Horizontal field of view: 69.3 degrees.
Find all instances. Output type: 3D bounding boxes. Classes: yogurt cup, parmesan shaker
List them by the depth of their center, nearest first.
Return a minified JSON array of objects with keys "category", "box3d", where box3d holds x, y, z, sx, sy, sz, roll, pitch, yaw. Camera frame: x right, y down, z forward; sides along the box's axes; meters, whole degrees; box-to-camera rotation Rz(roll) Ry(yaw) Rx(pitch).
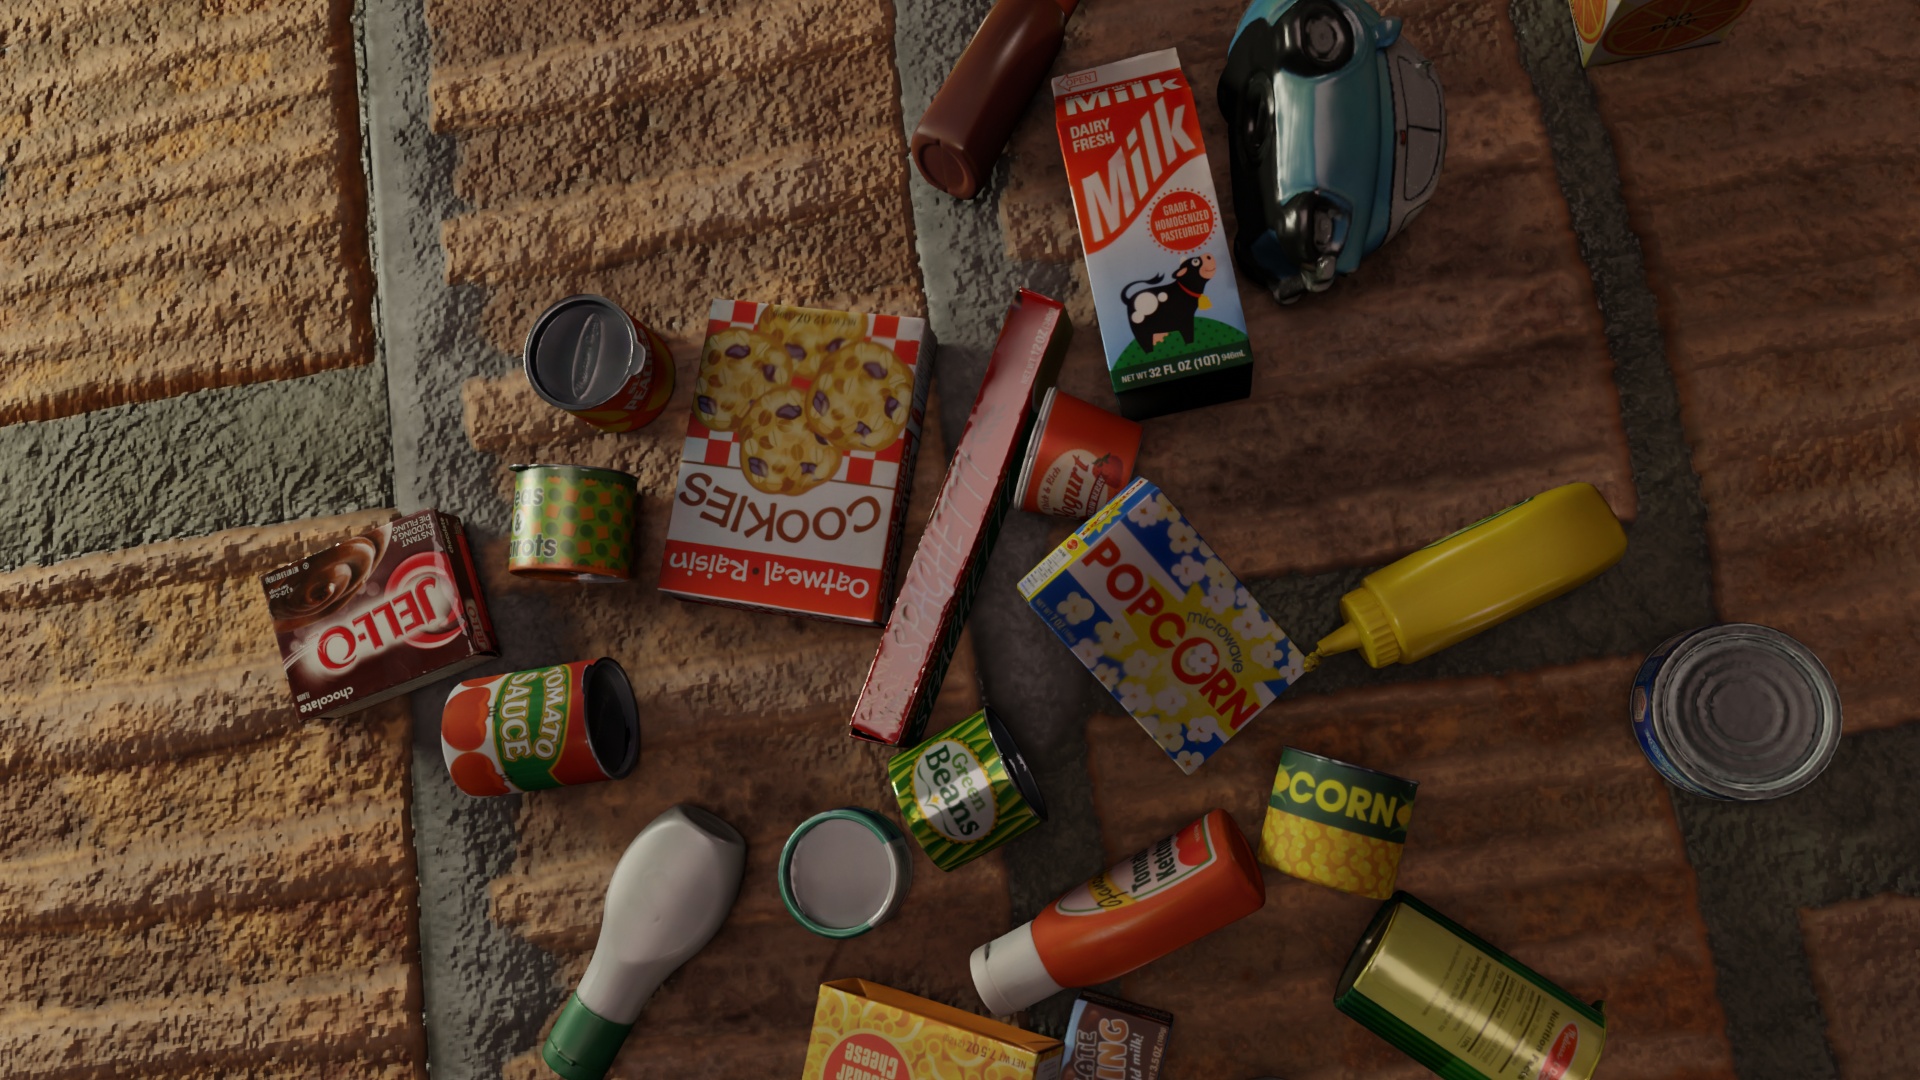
[{"category":"parmesan shaker","box3d":[0.237,0.217,0.651,0.103,0.071,0.071,32,88,14]},{"category":"yogurt cup","box3d":[0.062,-0.041,0.723,0.054,0.072,0.072,17,85,4]}]

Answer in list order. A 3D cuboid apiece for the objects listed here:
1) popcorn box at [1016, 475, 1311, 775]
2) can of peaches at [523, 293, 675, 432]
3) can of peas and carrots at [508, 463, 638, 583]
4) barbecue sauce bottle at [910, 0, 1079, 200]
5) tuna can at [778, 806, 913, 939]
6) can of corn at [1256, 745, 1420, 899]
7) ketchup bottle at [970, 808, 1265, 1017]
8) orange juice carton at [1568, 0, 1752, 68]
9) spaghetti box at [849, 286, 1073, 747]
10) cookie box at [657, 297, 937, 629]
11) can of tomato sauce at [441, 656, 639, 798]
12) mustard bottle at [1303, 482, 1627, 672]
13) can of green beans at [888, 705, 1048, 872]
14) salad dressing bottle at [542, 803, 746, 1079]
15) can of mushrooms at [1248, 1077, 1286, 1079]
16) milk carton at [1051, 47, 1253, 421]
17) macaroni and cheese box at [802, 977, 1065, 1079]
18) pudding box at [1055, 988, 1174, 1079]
[{"category":"popcorn box","box3d":[0.101,0.042,0.690,0.085,0.038,0.126,-42,103,1]},{"category":"can of peaches","box3d":[-0.199,-0.098,0.781,0.071,0.058,0.071,-2,81,10]},{"category":"can of peas and carrots","box3d":[-0.215,-0.009,0.764,0.071,0.071,0.059,0,82,10]},{"category":"barbecue sauce bottle","box3d":[0.026,-0.264,0.767,0.044,0.064,0.149,26,78,11]},{"category":"tuna can","box3d":[-0.063,0.173,0.727,0.071,0.033,0.071,-1,81,10]},{"category":"can of corn","box3d":[0.181,0.135,0.670,0.071,0.071,0.058,14,85,12]},{"category":"ketchup bottle","box3d":[0.076,0.189,0.688,0.148,0.065,0.043,-31,100,13]},{"category":"orange juice carton","box3d":[0.343,-0.301,0.646,0.073,0.192,0.072,-9,81,10]},{"category":"spaghetti box","box3d":[0.003,-0.009,0.735,0.029,0.050,0.250,20,85,14]},{"category":"cookie box","box3d":[-0.088,-0.042,0.763,0.123,0.040,0.167,8,82,11]},{"category":"can of tomato sauce","box3d":[-0.226,0.101,0.749,0.083,0.071,0.071,-10,80,9]},{"category":"mustard bottle","box3d":[0.238,0.024,0.675,0.160,0.065,0.049,-25,75,0]},{"category":"can of green beans","box3d":[0.004,0.126,0.706,0.058,0.071,0.071,-29,78,5]},{"category":"salad dressing bottle","box3d":[-0.169,0.214,0.736,0.064,0.044,0.147,30,89,11]},{"category":"can of mushrooms","box3d":[0.150,0.298,0.669,0.071,0.033,0.071,-1,81,9]},{"category":"milk carton","box3d":[0.099,-0.166,0.730,0.072,0.073,0.191,-11,79,9]},{"category":"macaroni and cheese box","box3d":[-0.026,0.315,0.681,0.124,0.040,0.166,8,82,27]},{"category":"pudding box","box3d":[0.072,0.272,0.689,0.050,0.030,0.084,14,84,13]}]
